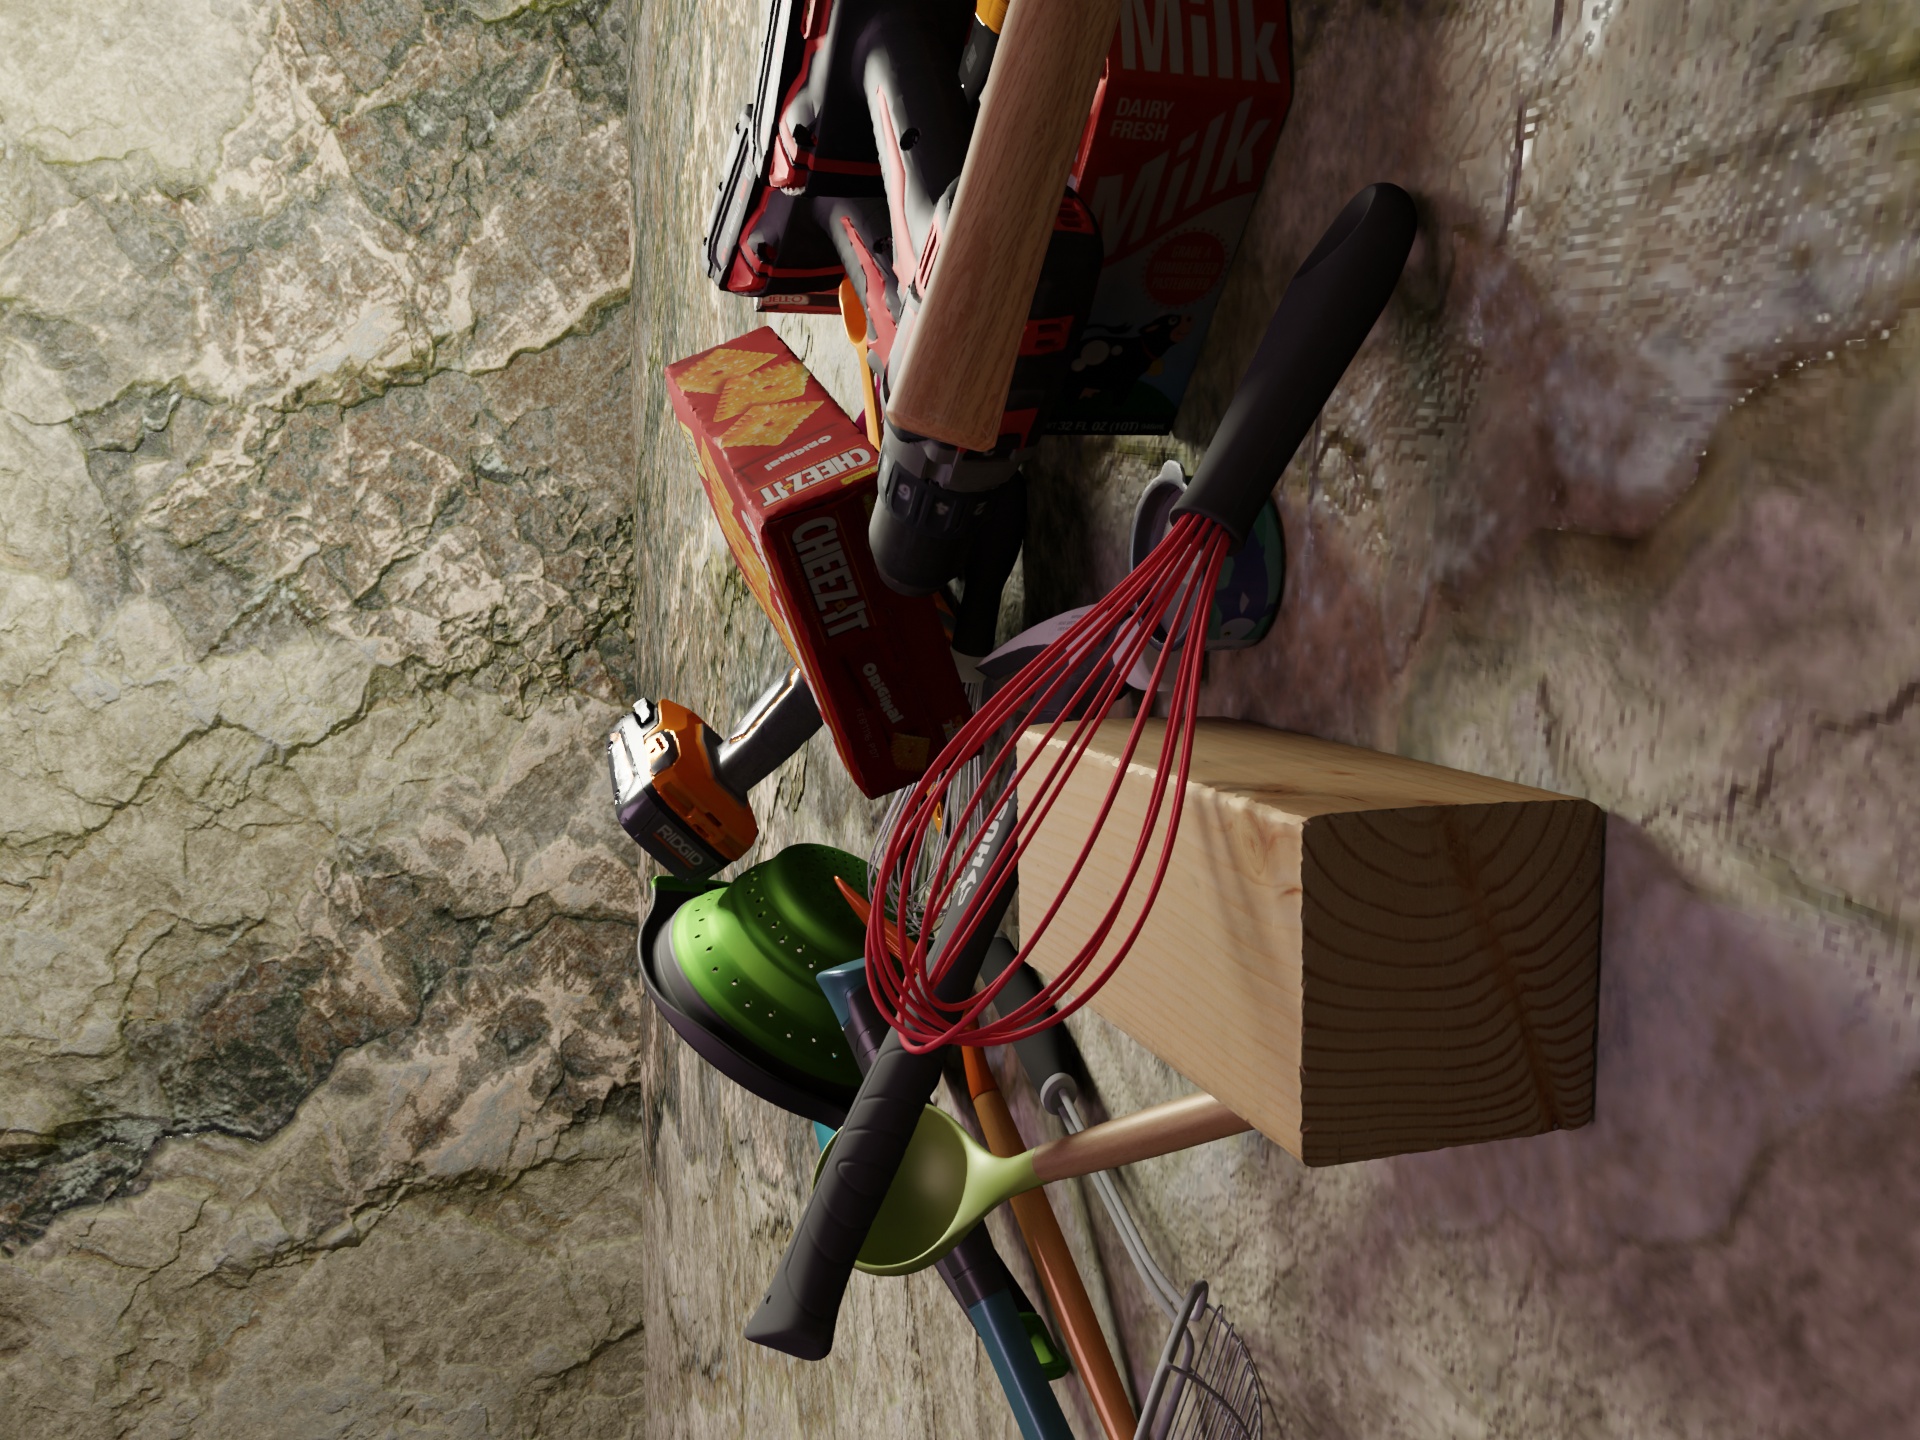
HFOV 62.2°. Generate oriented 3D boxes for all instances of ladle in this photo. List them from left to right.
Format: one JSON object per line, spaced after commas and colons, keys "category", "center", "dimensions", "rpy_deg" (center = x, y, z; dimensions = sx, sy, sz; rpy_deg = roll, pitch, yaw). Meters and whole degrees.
{"category": "ladle", "center": [0.038, 0.162, 0.611], "dimensions": [0.320, 0.062, 0.078], "rpy_deg": [-36, 33, 50]}

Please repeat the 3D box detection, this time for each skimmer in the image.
{"category": "skimmer", "center": [0.036, 0.208, 0.698], "dimensions": [0.364, 0.090, 0.127], "rpy_deg": [-120, 32, -56]}

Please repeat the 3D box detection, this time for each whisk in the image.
{"category": "whisk", "center": [-0.001, -0.003, 0.866], "dimensions": [0.070, 0.070, 0.284], "rpy_deg": [-122, 40, -58]}
{"category": "whisk", "center": [0.061, -0.037, 0.445], "dimensions": [0.296, 0.073, 0.073], "rpy_deg": [-60, 10, -16]}

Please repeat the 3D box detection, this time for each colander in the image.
{"category": "colander", "center": [-0.041, 0.187, 0.907], "dimensions": [0.398, 0.204, 0.094], "rpy_deg": [48, 113, 40]}

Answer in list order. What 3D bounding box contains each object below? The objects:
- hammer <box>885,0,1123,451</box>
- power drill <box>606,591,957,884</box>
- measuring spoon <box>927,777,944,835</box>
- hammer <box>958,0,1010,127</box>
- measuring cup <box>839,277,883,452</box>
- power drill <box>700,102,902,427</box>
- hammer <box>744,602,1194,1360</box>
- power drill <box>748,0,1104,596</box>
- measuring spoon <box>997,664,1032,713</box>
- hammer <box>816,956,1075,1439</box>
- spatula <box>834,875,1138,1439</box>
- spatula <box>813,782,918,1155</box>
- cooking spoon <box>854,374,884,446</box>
{"category": "hammer", "center": [0.043, -0.243, 0.470], "dimensions": [0.031, 0.130, 0.331], "rpy_deg": [-147, 73, -71]}
{"category": "power drill", "center": [-0.108, -0.020, 0.978], "dimensions": [0.084, 0.226, 0.164], "rpy_deg": [48, -173, -32]}
{"category": "measuring spoon", "center": [-0.019, 0.016, 0.995], "dimensions": [0.021, 0.011, 0.117], "rpy_deg": [127, 135, -64]}
{"category": "hammer", "center": [0.018, -0.315, 0.669], "dimensions": [0.337, 0.034, 0.127], "rpy_deg": [-146, 41, -80]}
{"category": "measuring cup", "center": [-0.033, -0.224, 0.942], "dimensions": [0.095, 0.052, 0.174], "rpy_deg": [161, 104, -72]}
{"category": "power drill", "center": [-0.046, -0.216, 0.843], "dimensions": [0.220, 0.078, 0.143], "rpy_deg": [54, 140, 24]}
{"category": "hammer", "center": [-0.007, 0.106, 0.667], "dimensions": [0.335, 0.035, 0.146], "rpy_deg": [-65, 21, -8]}
{"category": "power drill", "center": [-0.020, -0.179, 0.625], "dimensions": [0.187, 0.080, 0.227], "rpy_deg": [112, 146, -53]}
{"category": "measuring spoon", "center": [0.039, 0.013, 0.788], "dimensions": [0.034, 0.018, 0.124], "rpy_deg": [107, 154, -46]}
{"category": "hammer", "center": [0.008, 0.259, 0.752], "dimensions": [0.331, 0.033, 0.128], "rpy_deg": [64, 151, 21]}
{"category": "spatula", "center": [0.014, 0.213, 0.791], "dimensions": [0.081, 0.041, 0.323], "rpy_deg": [65, 180, -57]}
{"category": "spatula", "center": [-0.063, 0.164, 1.091], "dimensions": [0.082, 0.044, 0.317], "rpy_deg": [-113, 28, -55]}
{"category": "cooking spoon", "center": [-0.047, -0.243, 0.997], "dimensions": [0.017, 0.068, 0.319], "rpy_deg": [-24, 61, 41]}
